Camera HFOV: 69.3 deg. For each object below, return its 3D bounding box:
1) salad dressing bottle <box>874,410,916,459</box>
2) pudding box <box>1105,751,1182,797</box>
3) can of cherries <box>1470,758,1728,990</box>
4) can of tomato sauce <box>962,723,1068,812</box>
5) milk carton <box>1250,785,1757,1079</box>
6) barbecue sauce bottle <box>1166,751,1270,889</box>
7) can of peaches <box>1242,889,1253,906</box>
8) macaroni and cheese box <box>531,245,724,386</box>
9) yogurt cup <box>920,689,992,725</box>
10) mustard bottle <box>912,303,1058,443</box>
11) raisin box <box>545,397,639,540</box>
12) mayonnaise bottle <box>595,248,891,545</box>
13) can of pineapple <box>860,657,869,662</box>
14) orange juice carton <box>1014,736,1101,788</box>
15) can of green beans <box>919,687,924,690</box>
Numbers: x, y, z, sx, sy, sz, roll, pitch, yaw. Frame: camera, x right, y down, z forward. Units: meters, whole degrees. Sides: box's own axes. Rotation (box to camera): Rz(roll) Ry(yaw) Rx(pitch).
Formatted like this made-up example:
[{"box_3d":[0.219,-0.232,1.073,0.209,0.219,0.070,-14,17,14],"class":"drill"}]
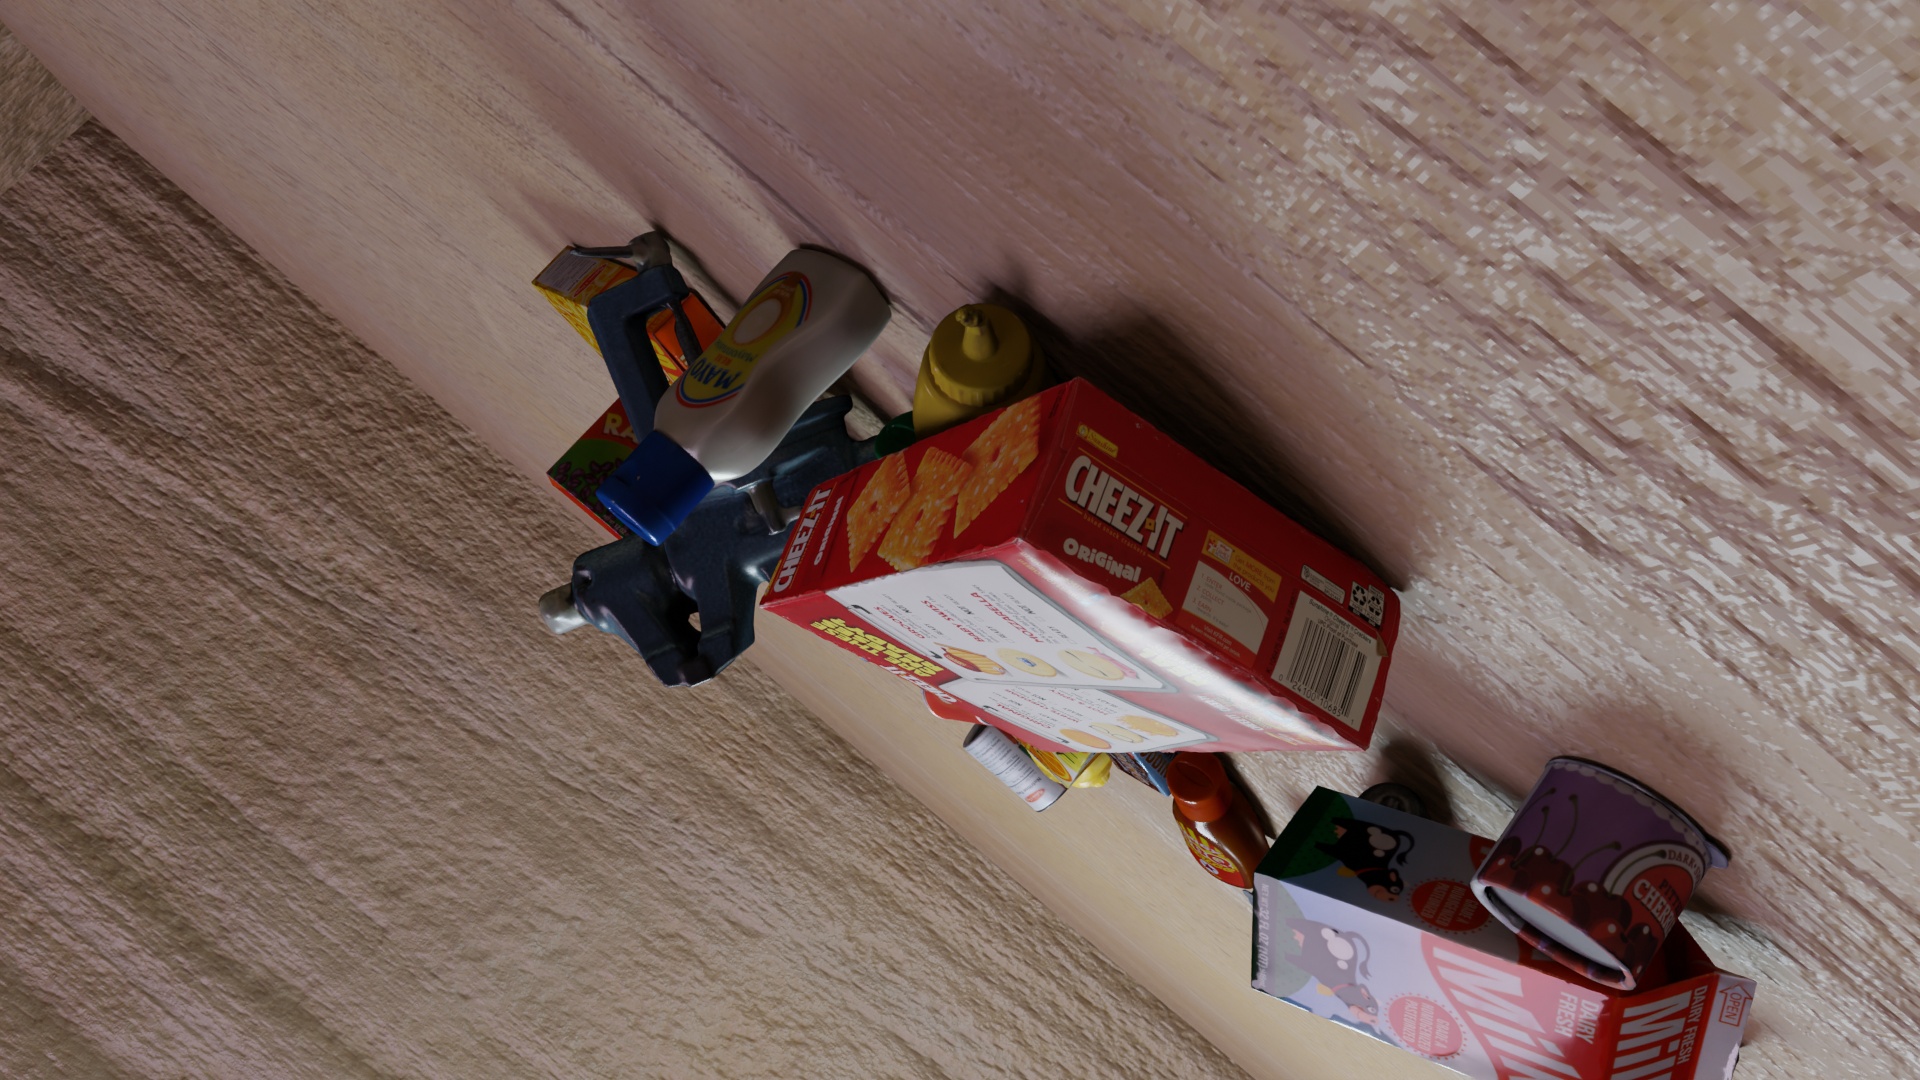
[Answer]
[{"box_3d":[0.003,-0.009,0.751,0.064,0.044,0.147,29,162,44],"class":"salad dressing bottle"},{"box_3d":[0.116,0.133,0.931,0.050,0.030,0.083,25,160,44],"class":"pudding box"},{"box_3d":[0.238,0.126,0.521,0.071,0.058,0.071,37,166,11],"class":"can of cherries"},{"box_3d":[0.054,0.171,1.149,0.083,0.071,0.071,41,166,-4],"class":"can of tomato sauce"},{"box_3d":[0.227,0.179,0.595,0.190,0.074,0.072,15,122,32],"class":"milk carton"},{"box_3d":[0.169,0.183,0.923,0.065,0.044,0.148,32,164,34],"class":"barbecue sauce bottle"},{"box_3d":[0.221,0.219,0.868,0.071,0.058,0.071,38,167,11],"class":"can of peaches"},{"box_3d":[-0.195,-0.124,0.915,0.167,0.040,0.123,26,162,44],"class":"macaroni and cheese box"},{"box_3d":[0.011,0.110,1.070,0.054,0.072,0.072,11,149,47],"class":"yogurt cup"},{"box_3d":[0.012,-0.055,0.565,0.065,0.049,0.159,27,163,14],"class":"mustard bottle"},{"box_3d":[-0.228,-0.063,1.021,0.086,0.124,0.040,39,166,4],"class":"raisin box"},{"box_3d":[-0.098,-0.064,0.616,0.065,0.148,0.041,26,161,42],"class":"mayonnaise bottle"},{"box_3d":[-0.073,0.054,1.102,0.057,0.071,0.071,47,164,-28],"class":"can of pineapple"},{"box_3d":[0.067,0.080,0.790,0.072,0.073,0.192,43,167,12],"class":"orange juice carton"},{"box_3d":[-0.028,0.071,1.035,0.058,0.071,0.071,30,163,44],"class":"can of green beans"}]
